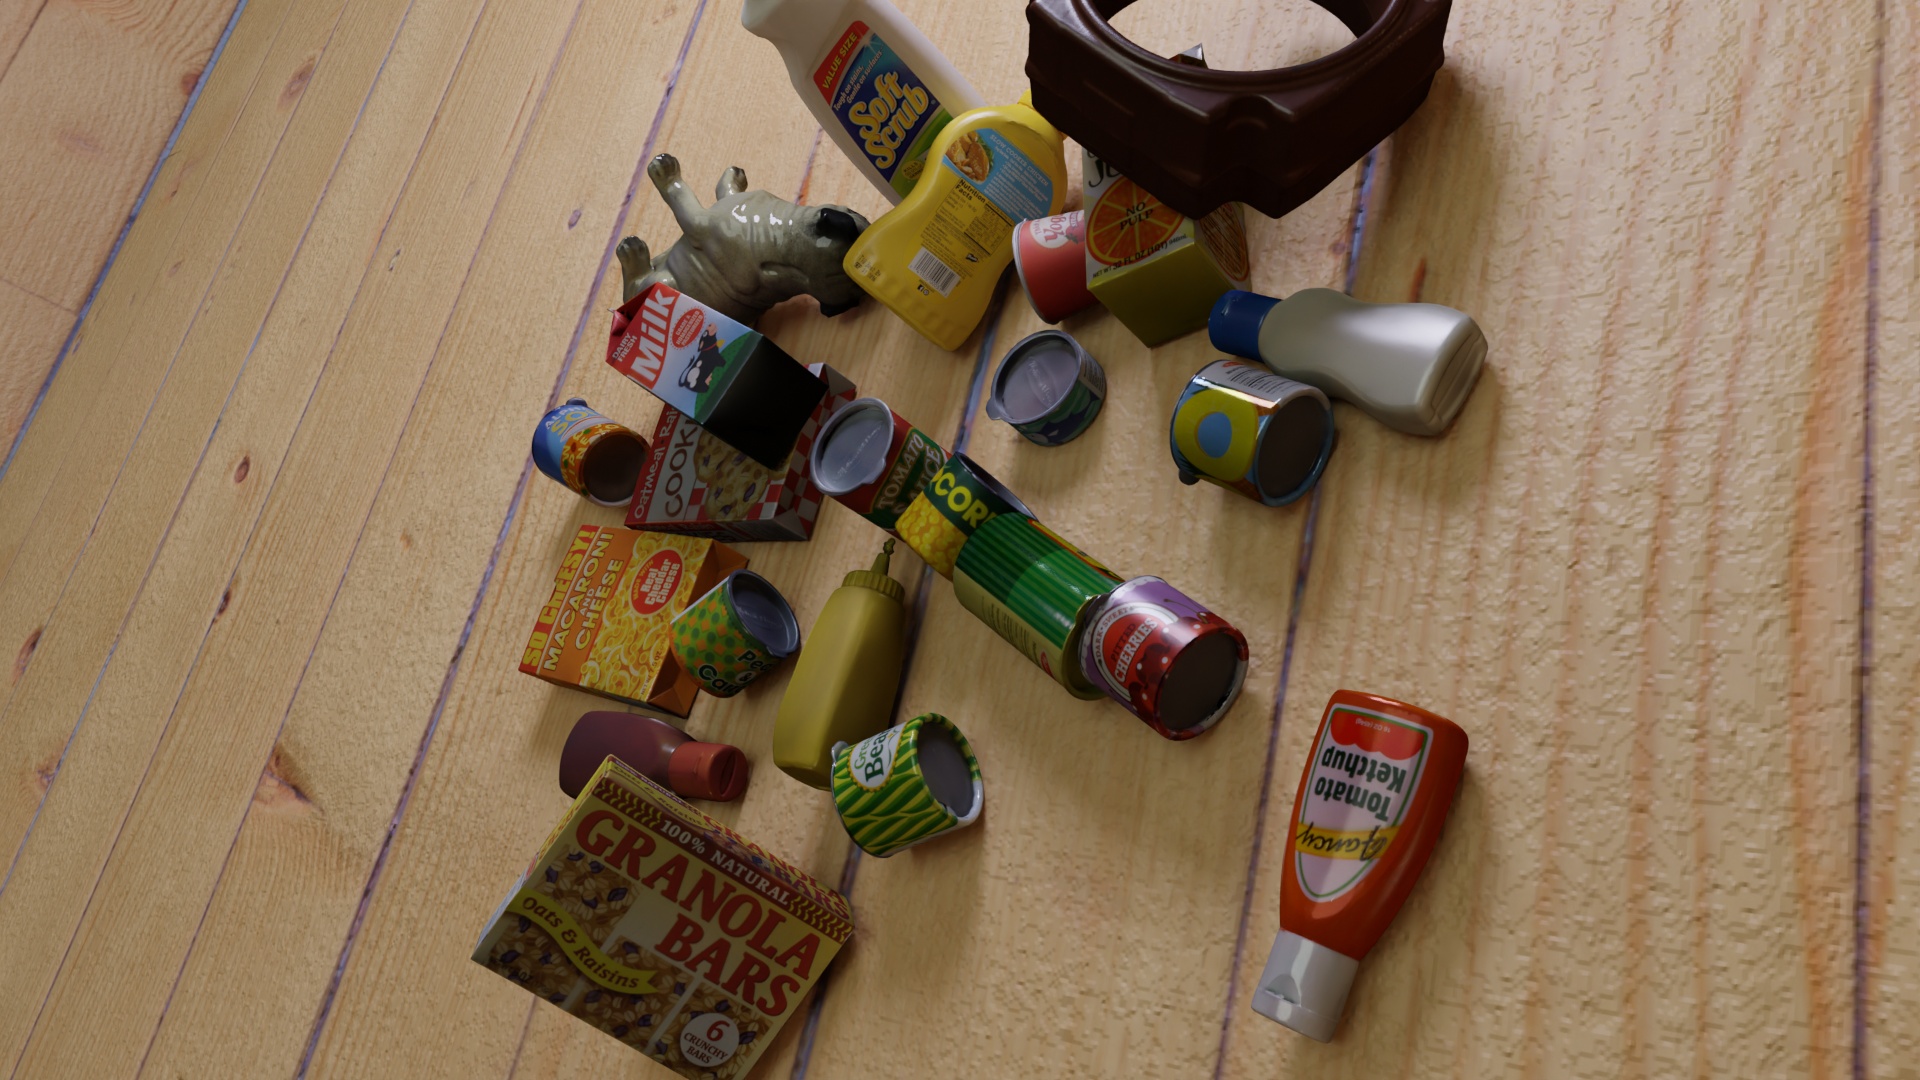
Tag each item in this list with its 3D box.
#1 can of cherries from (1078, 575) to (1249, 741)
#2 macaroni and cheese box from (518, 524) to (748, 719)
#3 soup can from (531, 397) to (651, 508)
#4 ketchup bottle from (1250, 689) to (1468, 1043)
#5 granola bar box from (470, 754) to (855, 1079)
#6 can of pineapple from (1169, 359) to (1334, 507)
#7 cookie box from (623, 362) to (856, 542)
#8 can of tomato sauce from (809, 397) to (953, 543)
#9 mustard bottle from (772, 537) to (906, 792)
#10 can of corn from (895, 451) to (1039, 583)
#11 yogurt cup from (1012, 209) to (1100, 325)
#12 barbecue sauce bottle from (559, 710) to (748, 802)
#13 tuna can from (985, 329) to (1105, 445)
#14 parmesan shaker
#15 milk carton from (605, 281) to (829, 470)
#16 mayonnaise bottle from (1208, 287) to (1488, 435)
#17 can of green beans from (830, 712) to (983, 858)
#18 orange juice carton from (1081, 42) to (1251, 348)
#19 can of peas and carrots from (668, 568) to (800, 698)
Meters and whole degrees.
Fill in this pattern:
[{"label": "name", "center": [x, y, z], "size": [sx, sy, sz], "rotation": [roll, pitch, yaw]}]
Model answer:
[{"label": "can of cherries", "center": [0.101, 0.059, 0.702], "size": [0.071, 0.071, 0.058], "rotation": [-55, 45, 1]}, {"label": "macaroni and cheese box", "center": [-0.242, 0.054, 1.014], "size": [0.166, 0.040, 0.124], "rotation": [5, 69, 41]}, {"label": "soup can", "center": [-0.293, -0.070, 1.109], "size": [0.084, 0.071, 0.071], "rotation": [24, 83, 45]}, {"label": "ketchup bottle", "center": [0.172, 0.144, 0.615], "size": [0.065, 0.043, 0.149], "rotation": [13, 75, 43]}, {"label": "granola bar box", "center": [-0.162, 0.215, 0.771], "size": [0.124, 0.165, 0.039], "rotation": [-54, 15, 1]}, {"label": "can of pineapple", "center": [0.153, -0.055, 0.729], "size": [0.058, 0.071, 0.071], "rotation": [28, 85, 45]}, {"label": "cookie box", "center": [-0.164, -0.062, 1.016], "size": [0.167, 0.040, 0.123], "rotation": [-1, 66, 40]}, {"label": "can of tomato sauce", "center": [-0.041, -0.041, 0.870], "size": [0.071, 0.083, 0.071], "rotation": [-20, 55, 31]}, {"label": "mustard bottle", "center": [-0.065, 0.071, 0.844], "size": [0.049, 0.065, 0.161], "rotation": [-2, 59, 34]}, {"label": "can of corn", "center": [0.003, -0.010, 0.825], "size": [0.058, 0.071, 0.071], "rotation": [-49, 45, 8]}, {"label": "yogurt cup", "center": [0.071, -0.174, 0.869], "size": [0.054, 0.072, 0.073], "rotation": [-14, 57, 24]}, {"label": "barbecue sauce bottle", "center": [-0.205, 0.149, 0.927], "size": [0.148, 0.043, 0.065], "rotation": [-2, 66, 39]}, {"label": "tuna can", "center": [0.052, -0.092, 0.857], "size": [0.071, 0.033, 0.071], "rotation": [-20, 55, 31]}, {"label": "parmesan shaker", "center": [0.049, 0.032, 0.761], "size": [0.071, 0.071, 0.103], "rotation": [-54, 44, 2]}, {"label": "milk carton", "center": [-0.185, -0.125, 0.989], "size": [0.191, 0.072, 0.073], "rotation": [31, 87, 45]}, {"label": "mayonnaise bottle", "center": [0.198, -0.103, 0.736], "size": [0.148, 0.041, 0.065], "rotation": [26, 83, 46]}, {"label": "can of green beans", "center": [-0.029, 0.135, 0.770], "size": [0.057, 0.071, 0.071], "rotation": [-27, 51, 26]}, {"label": "orange juice carton", "center": [0.122, -0.221, 0.845], "size": [0.071, 0.073, 0.193], "rotation": [-19, 55, 31]}, {"label": "can of peas and carrots", "center": [-0.148, 0.064, 0.912], "size": [0.058, 0.071, 0.071], "rotation": [-37, 48, 20]}]
